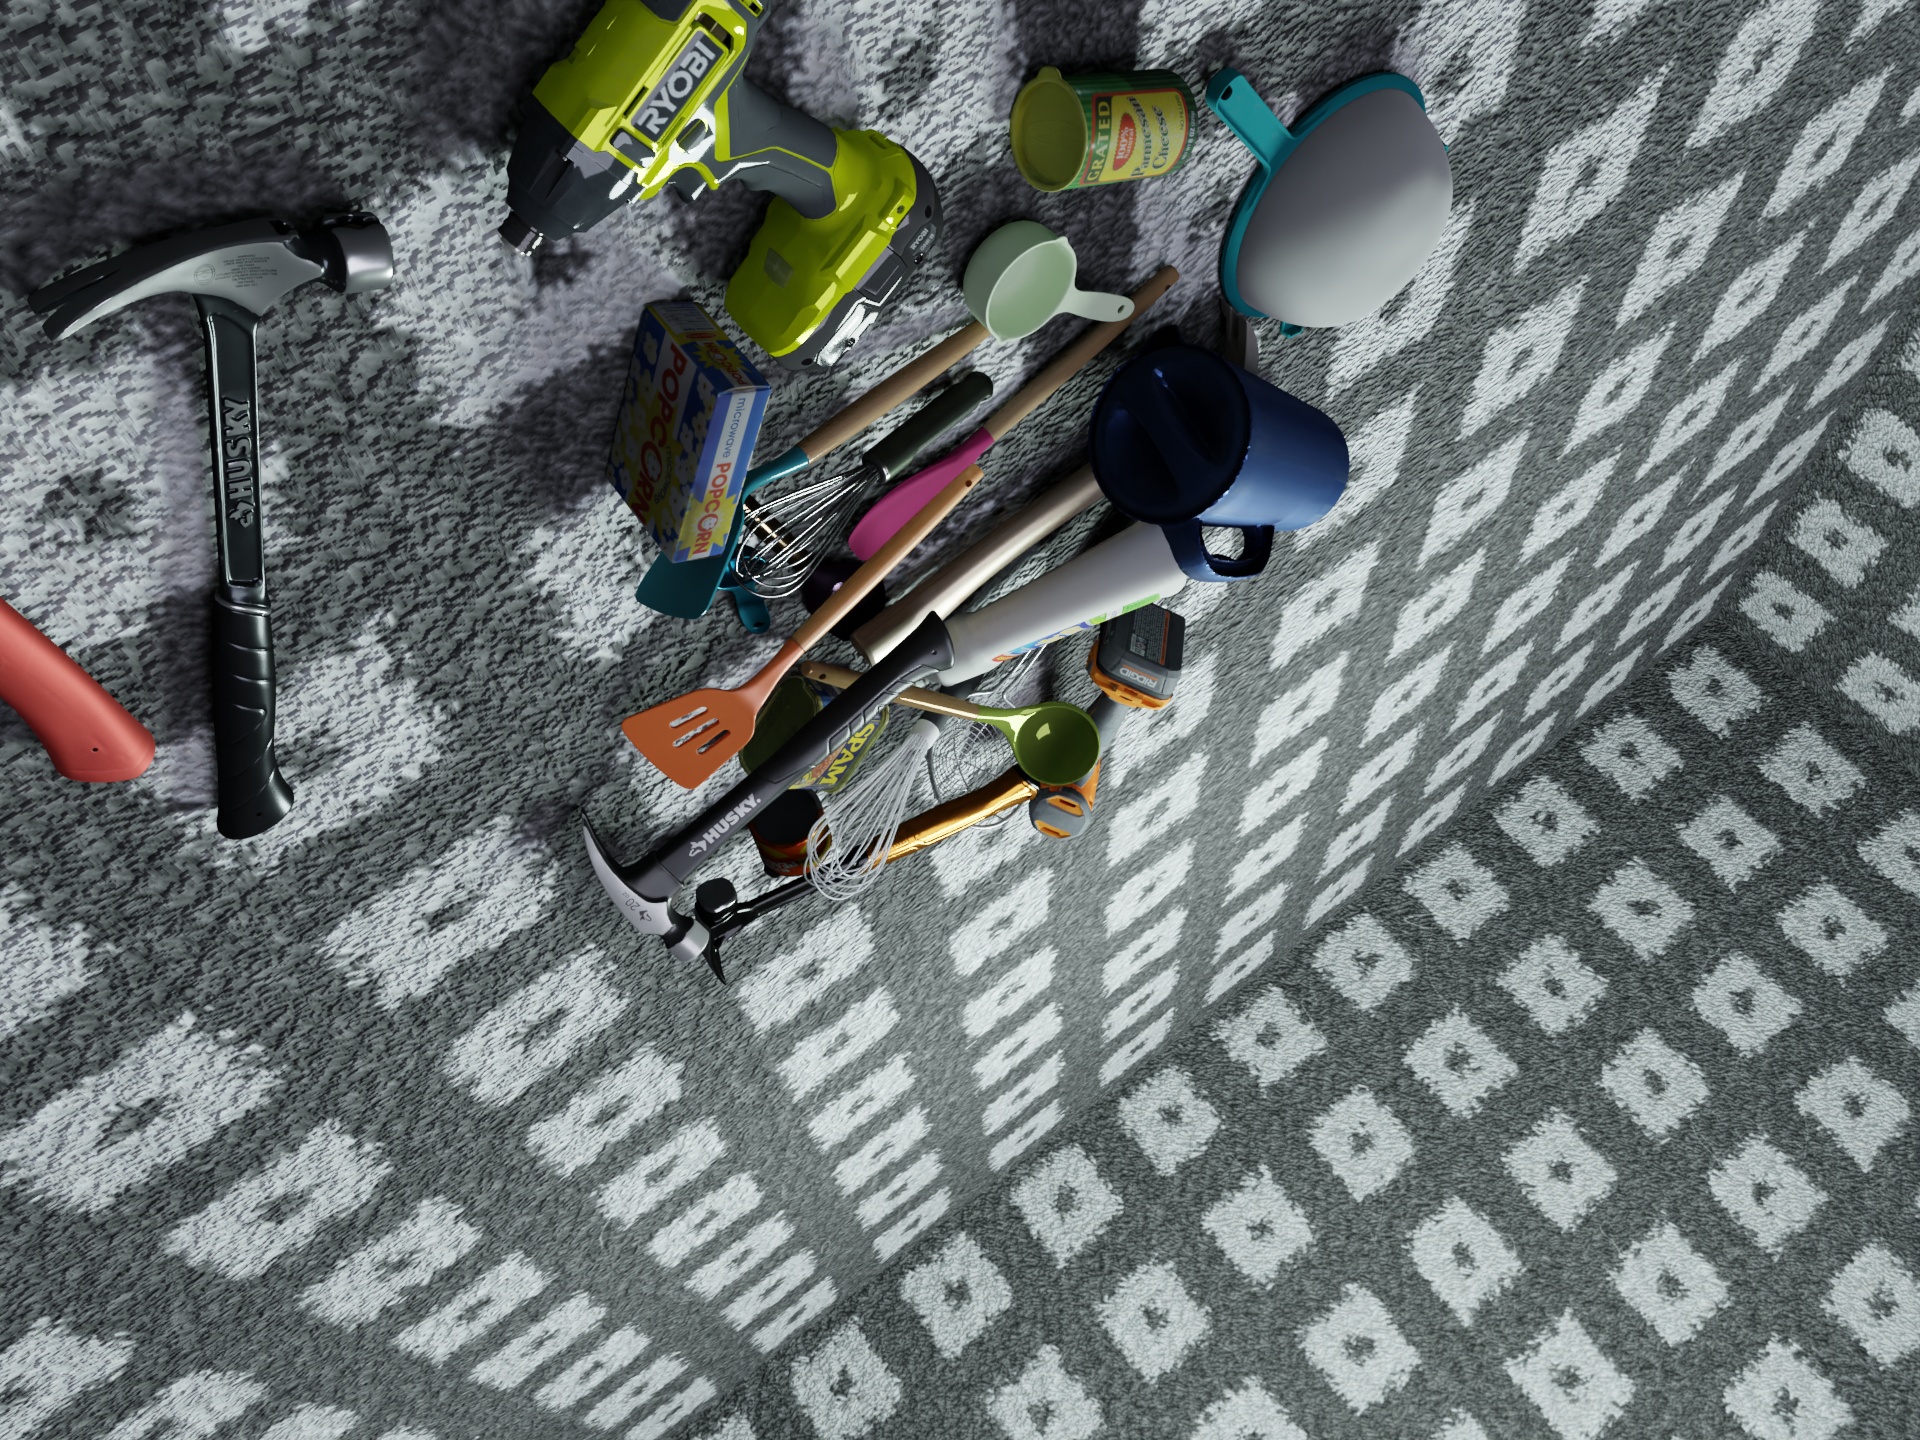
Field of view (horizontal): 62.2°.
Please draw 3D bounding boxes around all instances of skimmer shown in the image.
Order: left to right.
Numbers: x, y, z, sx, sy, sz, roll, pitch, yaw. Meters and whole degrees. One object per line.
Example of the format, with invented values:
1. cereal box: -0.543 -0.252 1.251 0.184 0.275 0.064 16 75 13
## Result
1. skimmer: 0.091 -0.063 1.432 0.127 0.090 0.363 20 116 -35

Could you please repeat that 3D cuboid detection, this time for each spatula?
1. spatula: -0.120 -0.123 1.129 0.060 0.018 0.315 -42 156 3
2. spatula: -0.105 -0.076 1.164 0.322 0.041 0.081 -44 123 -5
3. spatula: -0.082 -0.176 1.033 0.317 0.082 0.044 -40 125 -25

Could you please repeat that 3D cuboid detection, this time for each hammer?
1. hammer: -0.462 -0.073 0.709 0.149 0.037 0.358 -36 153 -12
2. hammer: -0.378 -0.074 0.827 0.149 0.036 0.408 -20 147 -36
3. hammer: -0.139 0.033 1.221 0.335 0.035 0.146 -41 116 2
4. hammer: -0.075 0.121 1.388 0.337 0.034 0.127 -24 149 -23
5. hammer: 0.080 -0.181 1.286 0.410 0.038 0.146 -37 153 -12

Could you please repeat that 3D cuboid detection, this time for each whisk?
1. whisk: -0.063 -0.166 1.082 0.246 0.059 0.058 -42 -167 -24
2. whisk: -0.047 0.034 1.344 0.285 0.070 0.070 -57 165 -32

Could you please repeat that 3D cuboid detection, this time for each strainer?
1. strainer: 0.278 -0.387 1.180 0.211 0.095 0.340 -50 155 18

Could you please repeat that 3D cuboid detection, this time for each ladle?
1. ladle: -0.002 -0.004 1.323 0.320 0.062 0.078 14 120 -44

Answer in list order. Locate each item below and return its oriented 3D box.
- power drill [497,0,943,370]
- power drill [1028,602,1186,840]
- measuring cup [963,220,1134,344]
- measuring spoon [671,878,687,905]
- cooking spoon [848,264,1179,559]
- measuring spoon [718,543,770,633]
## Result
1. power drill: -0.122 -0.277 0.824 0.171 0.080 0.223 -49 150 12
2. power drill: 0.138 -0.011 1.556 0.164 0.084 0.226 -74 -171 -54
3. measuring cup: 0.064 -0.298 1.090 0.167 0.038 0.083 -8 139 -52
4. measuring spoon: -0.249 0.137 1.368 0.034 0.018 0.124 -17 152 -42
5. cooking spoon: 0.040 -0.230 1.183 0.319 0.017 0.068 -41 154 0
6. measuring spoon: -0.154 -0.095 1.134 0.042 0.021 0.128 -19 161 -4
